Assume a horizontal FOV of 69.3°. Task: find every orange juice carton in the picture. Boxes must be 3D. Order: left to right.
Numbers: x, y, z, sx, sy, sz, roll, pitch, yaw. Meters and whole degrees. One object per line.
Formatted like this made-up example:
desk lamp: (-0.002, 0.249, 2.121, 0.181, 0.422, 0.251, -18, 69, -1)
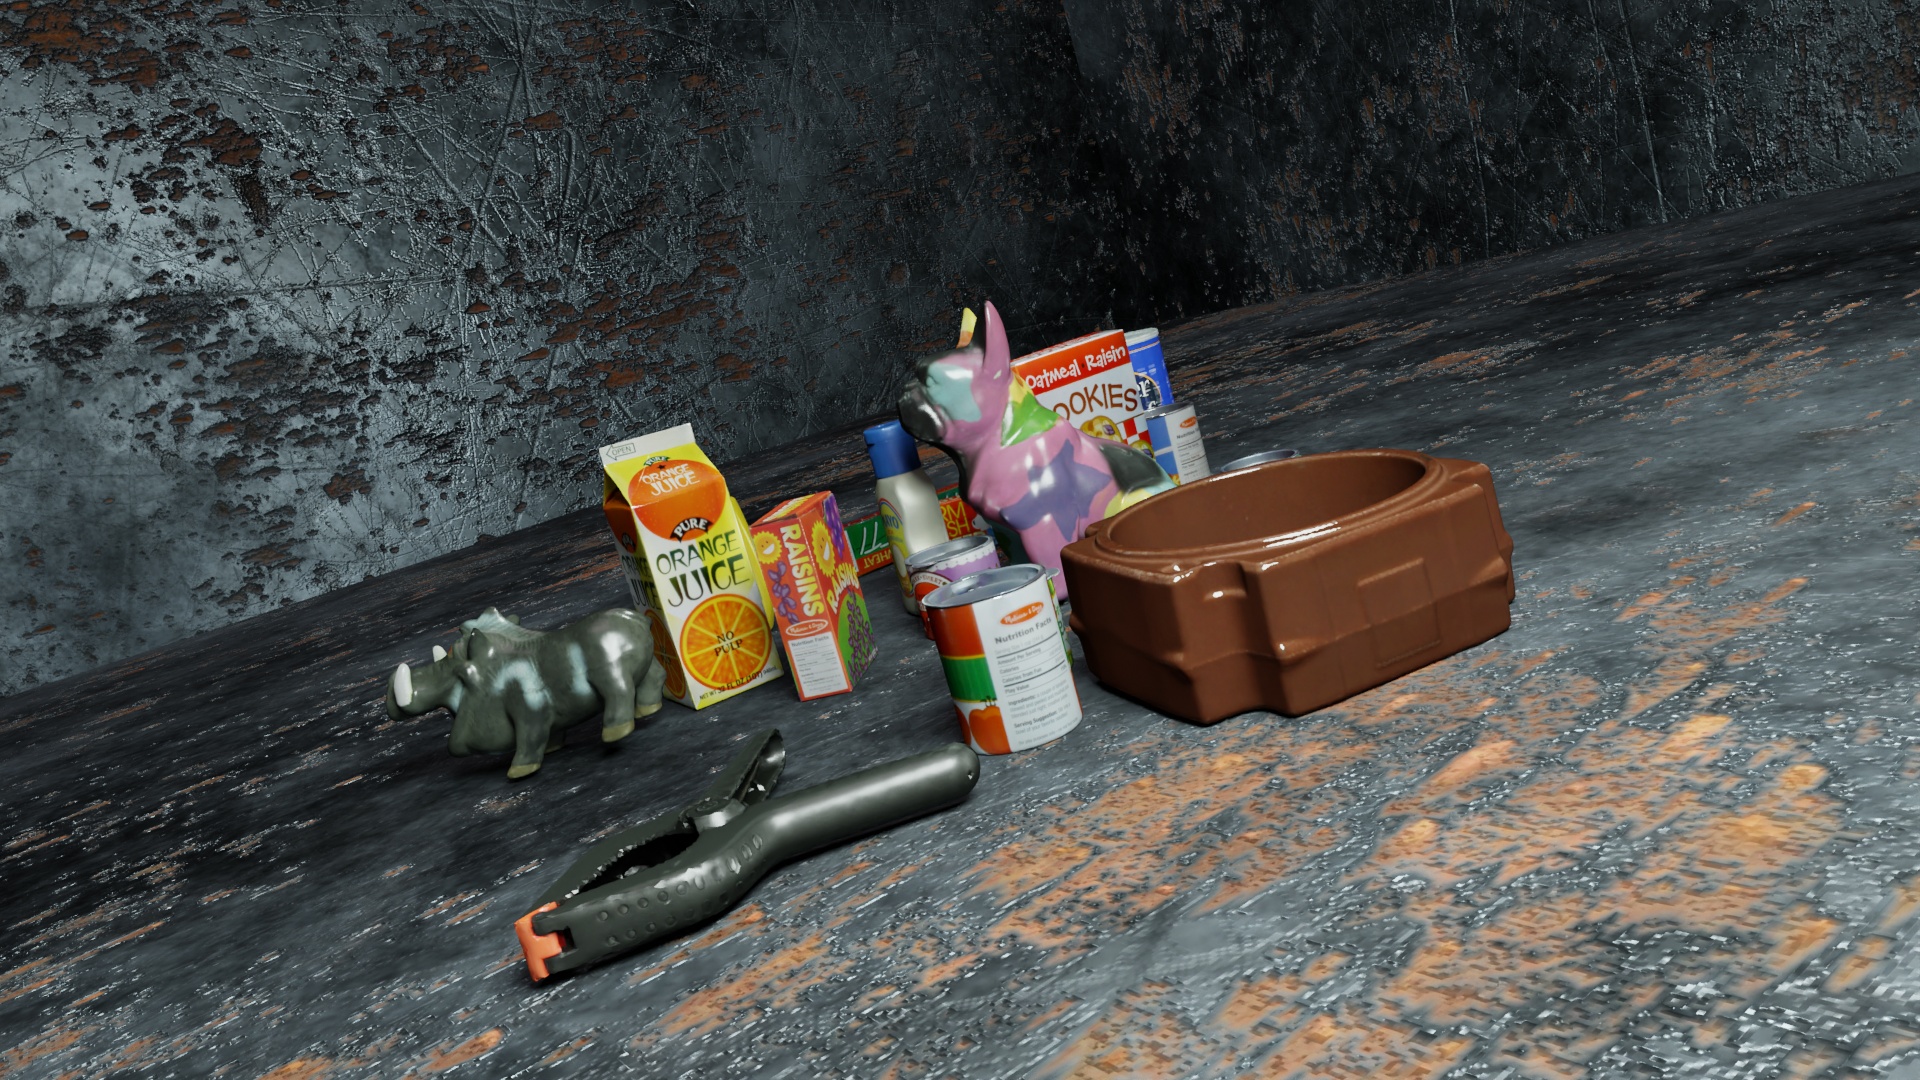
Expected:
orange juice carton: (-0.197, 0.016, 0.996, 0.072, 0.192, 0.073, -21, 11, -28)

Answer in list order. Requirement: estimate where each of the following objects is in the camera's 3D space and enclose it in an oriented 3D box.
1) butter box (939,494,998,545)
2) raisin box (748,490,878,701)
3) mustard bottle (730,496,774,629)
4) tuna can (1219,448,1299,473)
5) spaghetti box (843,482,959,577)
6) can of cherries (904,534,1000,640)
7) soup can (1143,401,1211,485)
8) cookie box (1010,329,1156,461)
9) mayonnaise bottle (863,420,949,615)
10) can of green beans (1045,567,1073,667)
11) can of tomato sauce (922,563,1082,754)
butter box: (0.005, -0.016, 1.267, 0.103, 0.053, 0.024, -16, 9, -1)
raisin box: (-0.097, 0.035, 0.938, 0.040, 0.123, 0.086, -14, 10, 13)
mustard bottle: (-0.202, 0.005, 1.156, 0.065, 0.160, 0.049, -17, 9, -5)
tuna can: (0.247, -0.050, 1.142, 0.071, 0.032, 0.071, -15, 10, 3)
spaghetti box: (-0.085, 0.003, 1.310, 0.251, 0.050, 0.028, -22, 11, -31)
can of cherries: (-0.003, 0.034, 0.989, 0.071, 0.058, 0.071, -15, 10, 3)
soup can: (0.181, -0.074, 1.228, 0.071, 0.083, 0.071, -15, 10, 3)
cookie box: (0.097, -0.075, 1.121, 0.123, 0.167, 0.040, -23, 12, -36)
mayonnaise bottle: (-0.038, -0.017, 1.065, 0.041, 0.147, 0.064, -20, 10, -23)
can of green beans: (0.030, 0.054, 0.831, 0.071, 0.057, 0.071, -15, 10, 3)
can of tomato sauce: (0.022, 0.061, 0.730, 0.071, 0.083, 0.071, -15, 10, 3)
